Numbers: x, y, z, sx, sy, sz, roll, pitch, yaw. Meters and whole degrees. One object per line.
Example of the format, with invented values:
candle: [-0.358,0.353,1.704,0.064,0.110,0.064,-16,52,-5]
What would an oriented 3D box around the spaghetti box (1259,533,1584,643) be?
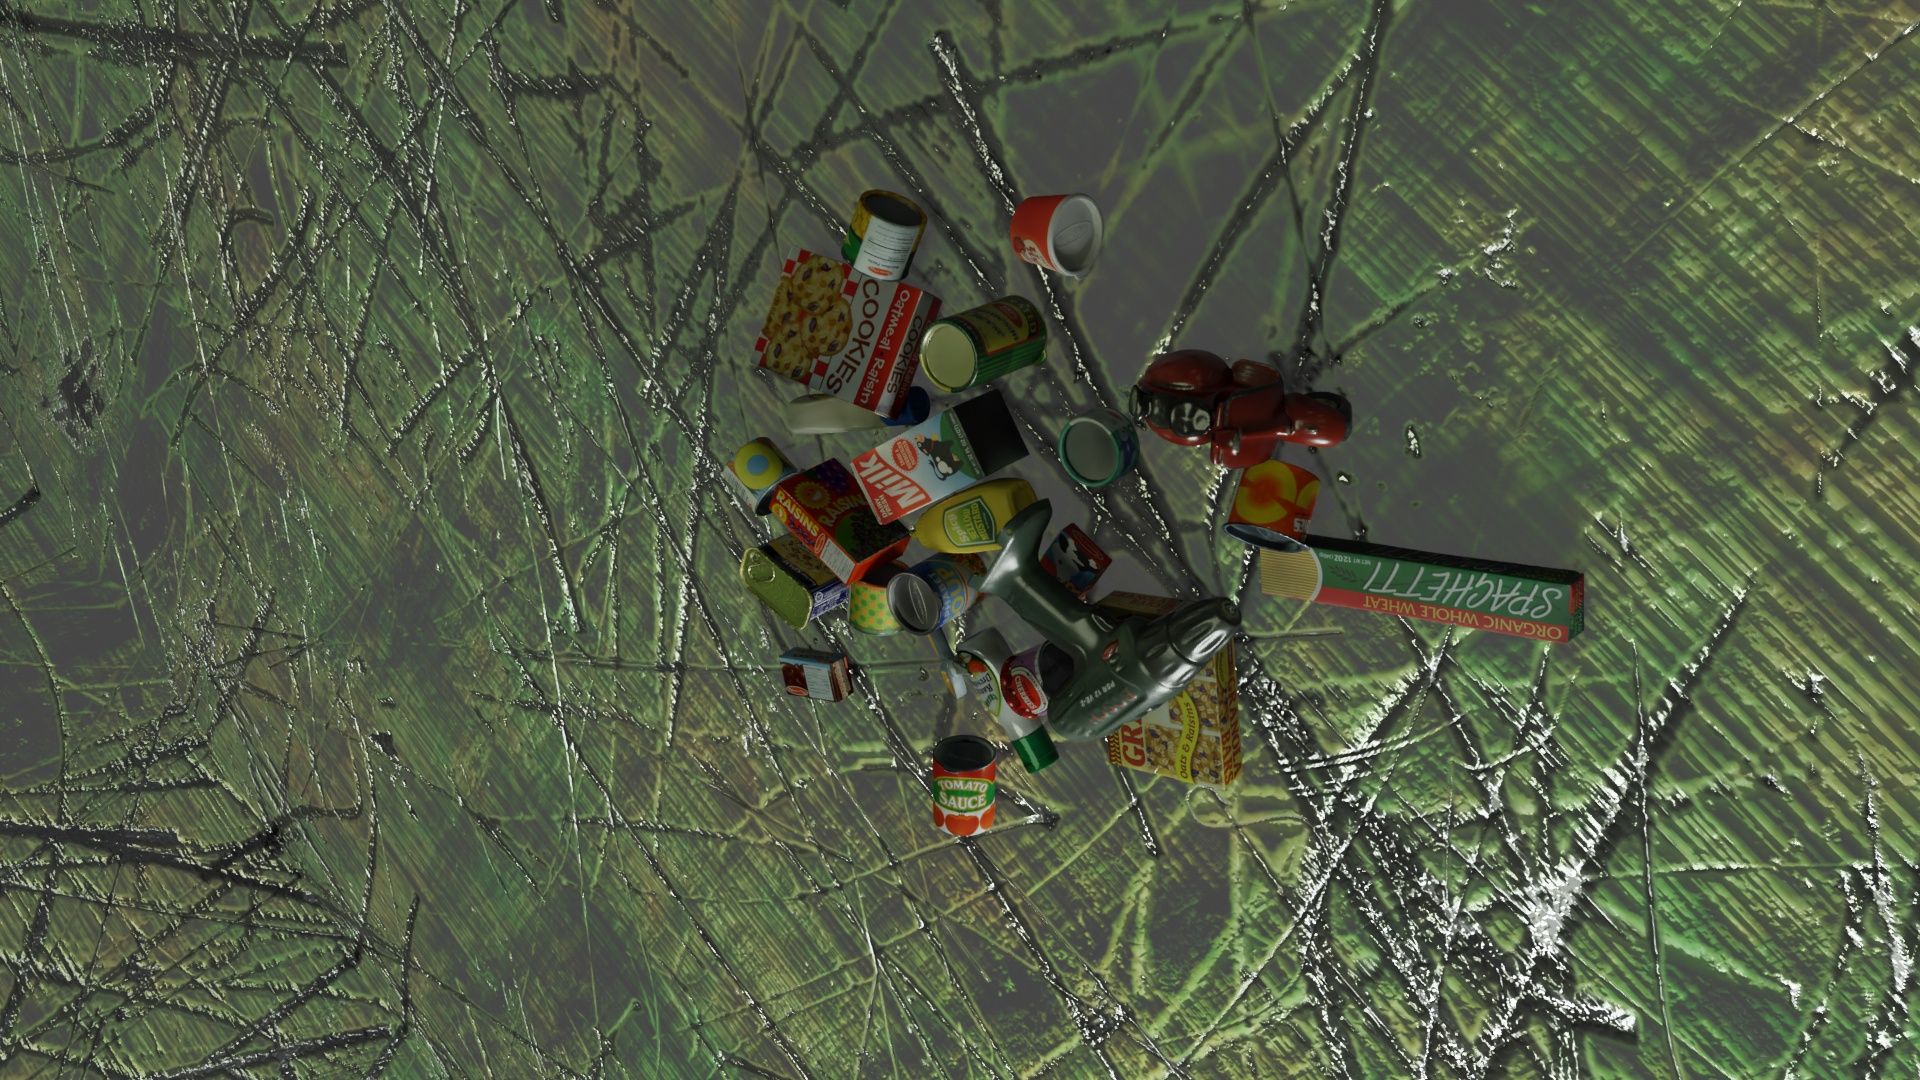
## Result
spaghetti box: [0.353,0.033,1.085,0.250,0.029,0.050,10,115,37]

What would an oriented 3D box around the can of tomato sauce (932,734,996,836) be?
can of tomato sauce: [0.004,0.256,1.447,0.071,0.071,0.082,18,120,33]

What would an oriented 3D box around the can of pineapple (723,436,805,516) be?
can of pineapple: [-0.210,-0.070,1.488,0.058,0.071,0.070,47,131,14]

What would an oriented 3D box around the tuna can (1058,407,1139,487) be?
tuna can: [0.121,-0.080,1.227,0.071,0.033,0.070,17,118,34]

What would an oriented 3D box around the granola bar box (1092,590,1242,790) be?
granola bar box: [0.188,0.135,1.261,0.124,0.039,0.165,7,113,38]

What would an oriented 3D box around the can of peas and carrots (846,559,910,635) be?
can of peas and carrots: [-0.081,0.058,1.435,0.071,0.071,0.058,23,122,31]

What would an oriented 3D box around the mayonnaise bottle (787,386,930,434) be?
mayonnaise bottle: [-0.098,-0.129,1.372,0.148,0.065,0.041,-1,100,36]

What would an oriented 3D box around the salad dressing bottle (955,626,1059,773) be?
salad dressing bottle: [0.049,0.160,1.384,0.147,0.044,0.064,61,149,1]

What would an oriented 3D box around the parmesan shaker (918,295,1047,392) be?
parmesan shaker: [0.022,-0.171,1.221,0.071,0.103,0.071,17,119,34]

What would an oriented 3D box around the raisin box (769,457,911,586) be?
raisin box: [-0.123,-0.021,1.420,0.123,0.086,0.039,44,136,17]

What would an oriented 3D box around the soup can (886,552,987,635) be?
soup can: [-0.019,0.048,1.365,0.071,0.084,0.071,17,119,34]

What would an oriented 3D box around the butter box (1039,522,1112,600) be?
butter box: [0.096,0.037,1.305,0.053,0.024,0.103,45,131,16]

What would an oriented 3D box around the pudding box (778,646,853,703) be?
pudding box: [-0.163,0.151,1.568,0.083,0.030,0.049,3,112,39]

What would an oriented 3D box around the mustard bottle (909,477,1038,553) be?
mustard bottle: [0.005,-0.017,1.341,0.160,0.049,0.065,-15,96,43]

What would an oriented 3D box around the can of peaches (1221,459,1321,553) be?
can of peaches: [0.250,-0.027,1.106,0.071,0.071,0.058,10,77,37]

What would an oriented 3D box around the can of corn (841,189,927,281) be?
can of corn: [-0.070,-0.282,1.278,0.071,0.071,0.058,41,129,19]

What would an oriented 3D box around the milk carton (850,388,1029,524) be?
milk carton: [-0.034,-0.073,1.332,0.190,0.074,0.072,-22,94,44]

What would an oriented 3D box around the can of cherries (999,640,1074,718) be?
can of cherries: [0.078,0.133,1.329,0.058,0.072,0.071,-28,90,44]

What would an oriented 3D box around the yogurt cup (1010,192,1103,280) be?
yogurt cup: [0.079,-0.259,1.164,0.054,0.073,0.072,19,120,42]

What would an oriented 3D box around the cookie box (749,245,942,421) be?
cookie box: [-0.111,-0.200,1.332,0.167,0.040,0.122,24,96,30]
